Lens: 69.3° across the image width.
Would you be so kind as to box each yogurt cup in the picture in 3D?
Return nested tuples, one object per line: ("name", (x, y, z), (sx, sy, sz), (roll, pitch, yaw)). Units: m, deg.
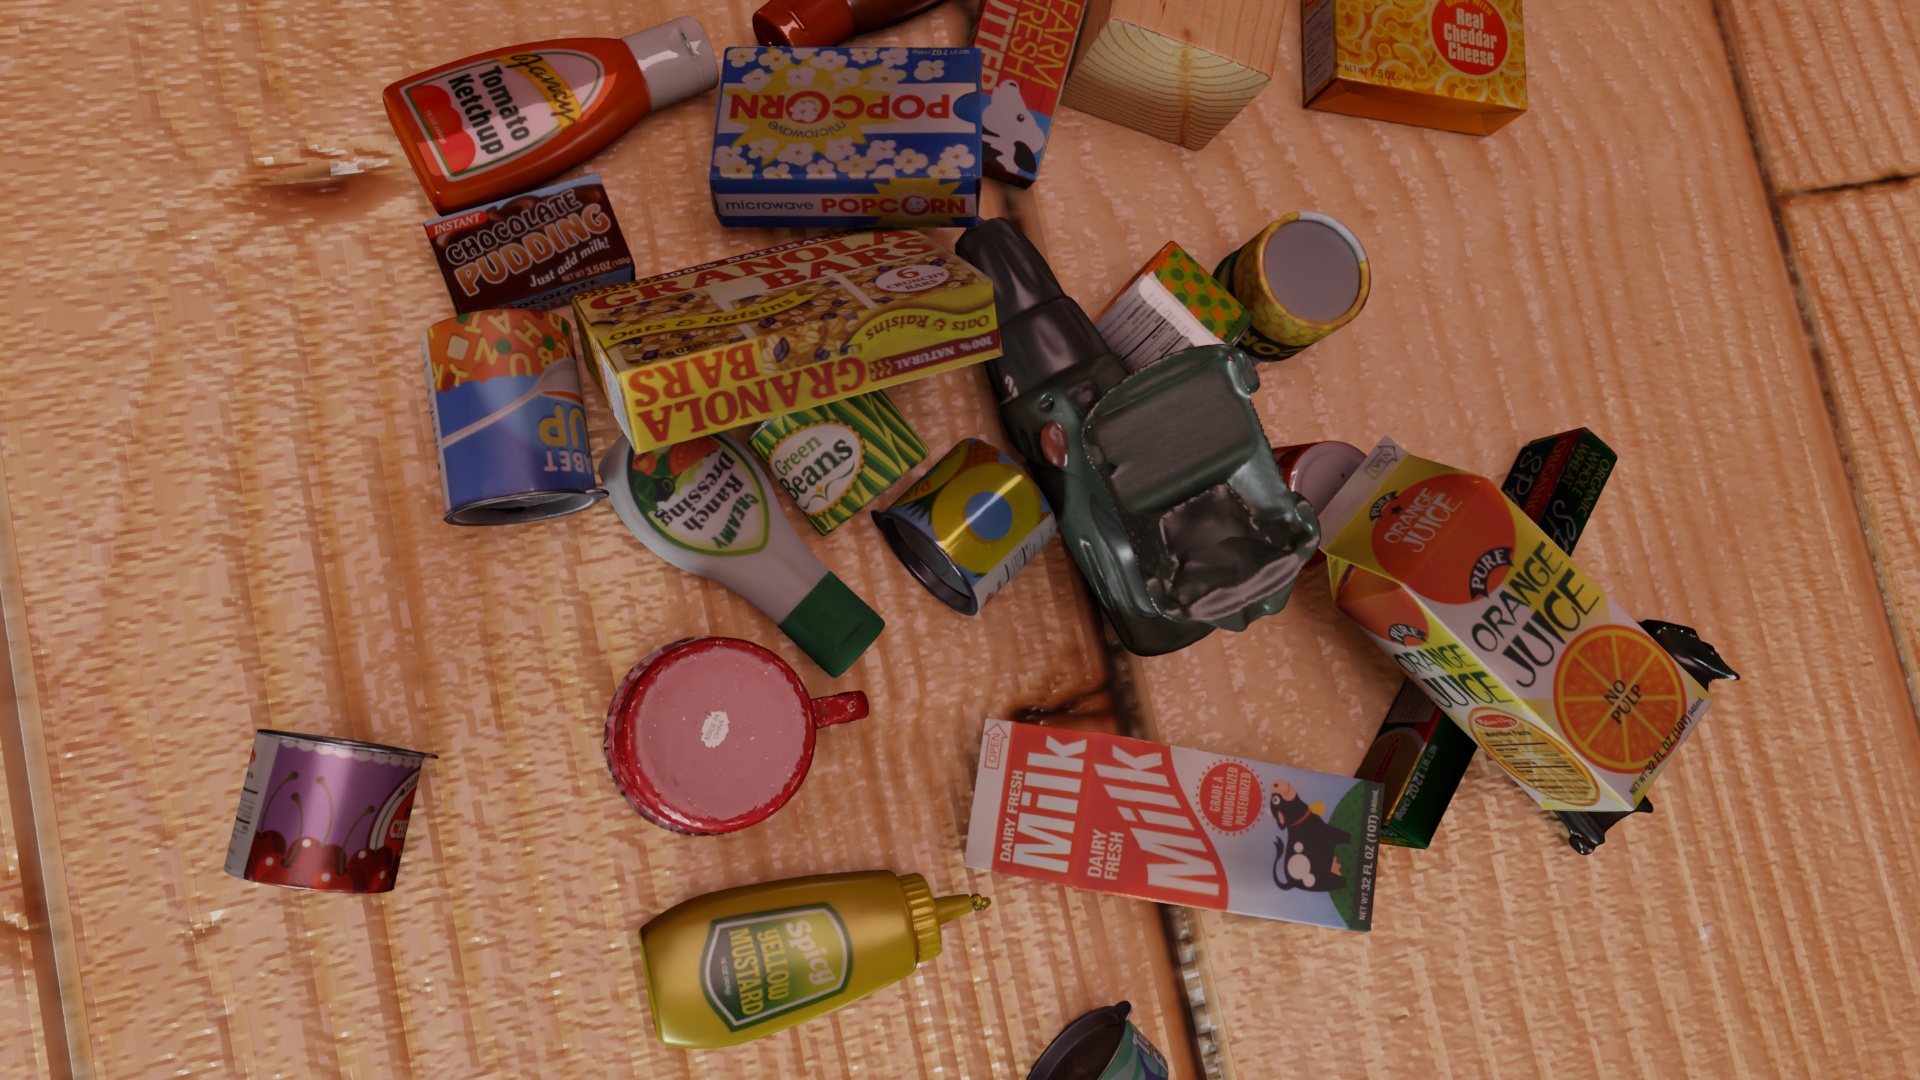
("yogurt cup", (0.182, -0.020, 0.721), (0.072, 0.054, 0.072), (2, 82, -15))

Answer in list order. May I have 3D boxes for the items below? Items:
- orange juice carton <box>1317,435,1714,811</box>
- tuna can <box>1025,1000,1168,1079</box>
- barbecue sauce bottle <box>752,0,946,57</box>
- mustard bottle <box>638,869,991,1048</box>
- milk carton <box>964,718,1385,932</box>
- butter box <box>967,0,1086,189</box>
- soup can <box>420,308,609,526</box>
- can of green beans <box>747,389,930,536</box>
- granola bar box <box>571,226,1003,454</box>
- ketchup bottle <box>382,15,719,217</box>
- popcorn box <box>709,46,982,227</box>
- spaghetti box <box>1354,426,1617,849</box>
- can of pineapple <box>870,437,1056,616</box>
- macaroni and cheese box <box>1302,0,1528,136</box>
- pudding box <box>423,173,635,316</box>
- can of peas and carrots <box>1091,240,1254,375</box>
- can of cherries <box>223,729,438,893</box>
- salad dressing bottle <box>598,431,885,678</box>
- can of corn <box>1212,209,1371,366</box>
("orange juice carton", (0.254, 0.039, 0.669), (0.192, 0.073, 0.072), (44, 75, 0))
("tuna can", (0.063, 0.249, 0.639), (0.071, 0.071, 0.033), (-45, 96, -17))
("barbecue sauce bottle", (-0.039, -0.294, 0.711), (0.149, 0.043, 0.065), (-42, 100, -16))
("mustard bottle", (-0.061, 0.180, 0.626), (0.160, 0.048, 0.065), (-11, 86, -16))
("milk carton", (0.097, 0.135, 0.663), (0.191, 0.073, 0.072), (11, 79, -13))
("butter box", (0.027, -0.241, 0.722), (0.053, 0.024, 0.103), (16, 89, -13))
("soup can", (-0.198, -0.054, 0.617), (0.071, 0.071, 0.084), (-8, 83, -16))
("can of green beans", (-0.057, -0.044, 0.654), (0.071, 0.071, 0.058), (-39, 93, -17))
("granola bar box", (-0.082, -0.098, 0.628), (0.166, 0.124, 0.039), (-17, 120, -17))
("ketchup bottle", (-0.189, -0.207, 0.657), (0.149, 0.043, 0.064), (-27, 88, -18))
("popcorn box", (-0.053, -0.194, 0.667), (0.127, 0.038, 0.085), (0, 61, 0))
("spaghetti box", (0.276, 0.048, 0.738), (0.028, 0.050, 0.251), (35, 74, -9))
("can of pineapple", (0.002, -0.008, 0.665), (0.058, 0.071, 0.071), (-44, 94, -17))
("macaroni and cheese box", (0.260, -0.326, 0.798), (0.124, 0.040, 0.166), (4, 80, -15))
("pudding box", (-0.200, -0.134, 0.649), (0.084, 0.030, 0.049), (-21, 86, -17))
("can of peas and carrots", (0.107, -0.111, 0.711), (0.058, 0.071, 0.071), (43, 74, -5))
("can of cherries", (-0.259, 0.112, 0.575), (0.071, 0.071, 0.058), (11, 79, -13))
("salad dressing bottle", (-0.100, 0.002, 0.647), (0.147, 0.044, 0.064), (43, 72, -5))
("can of corn", (0.173, -0.132, 0.734), (0.071, 0.058, 0.071), (2, 81, -14))
